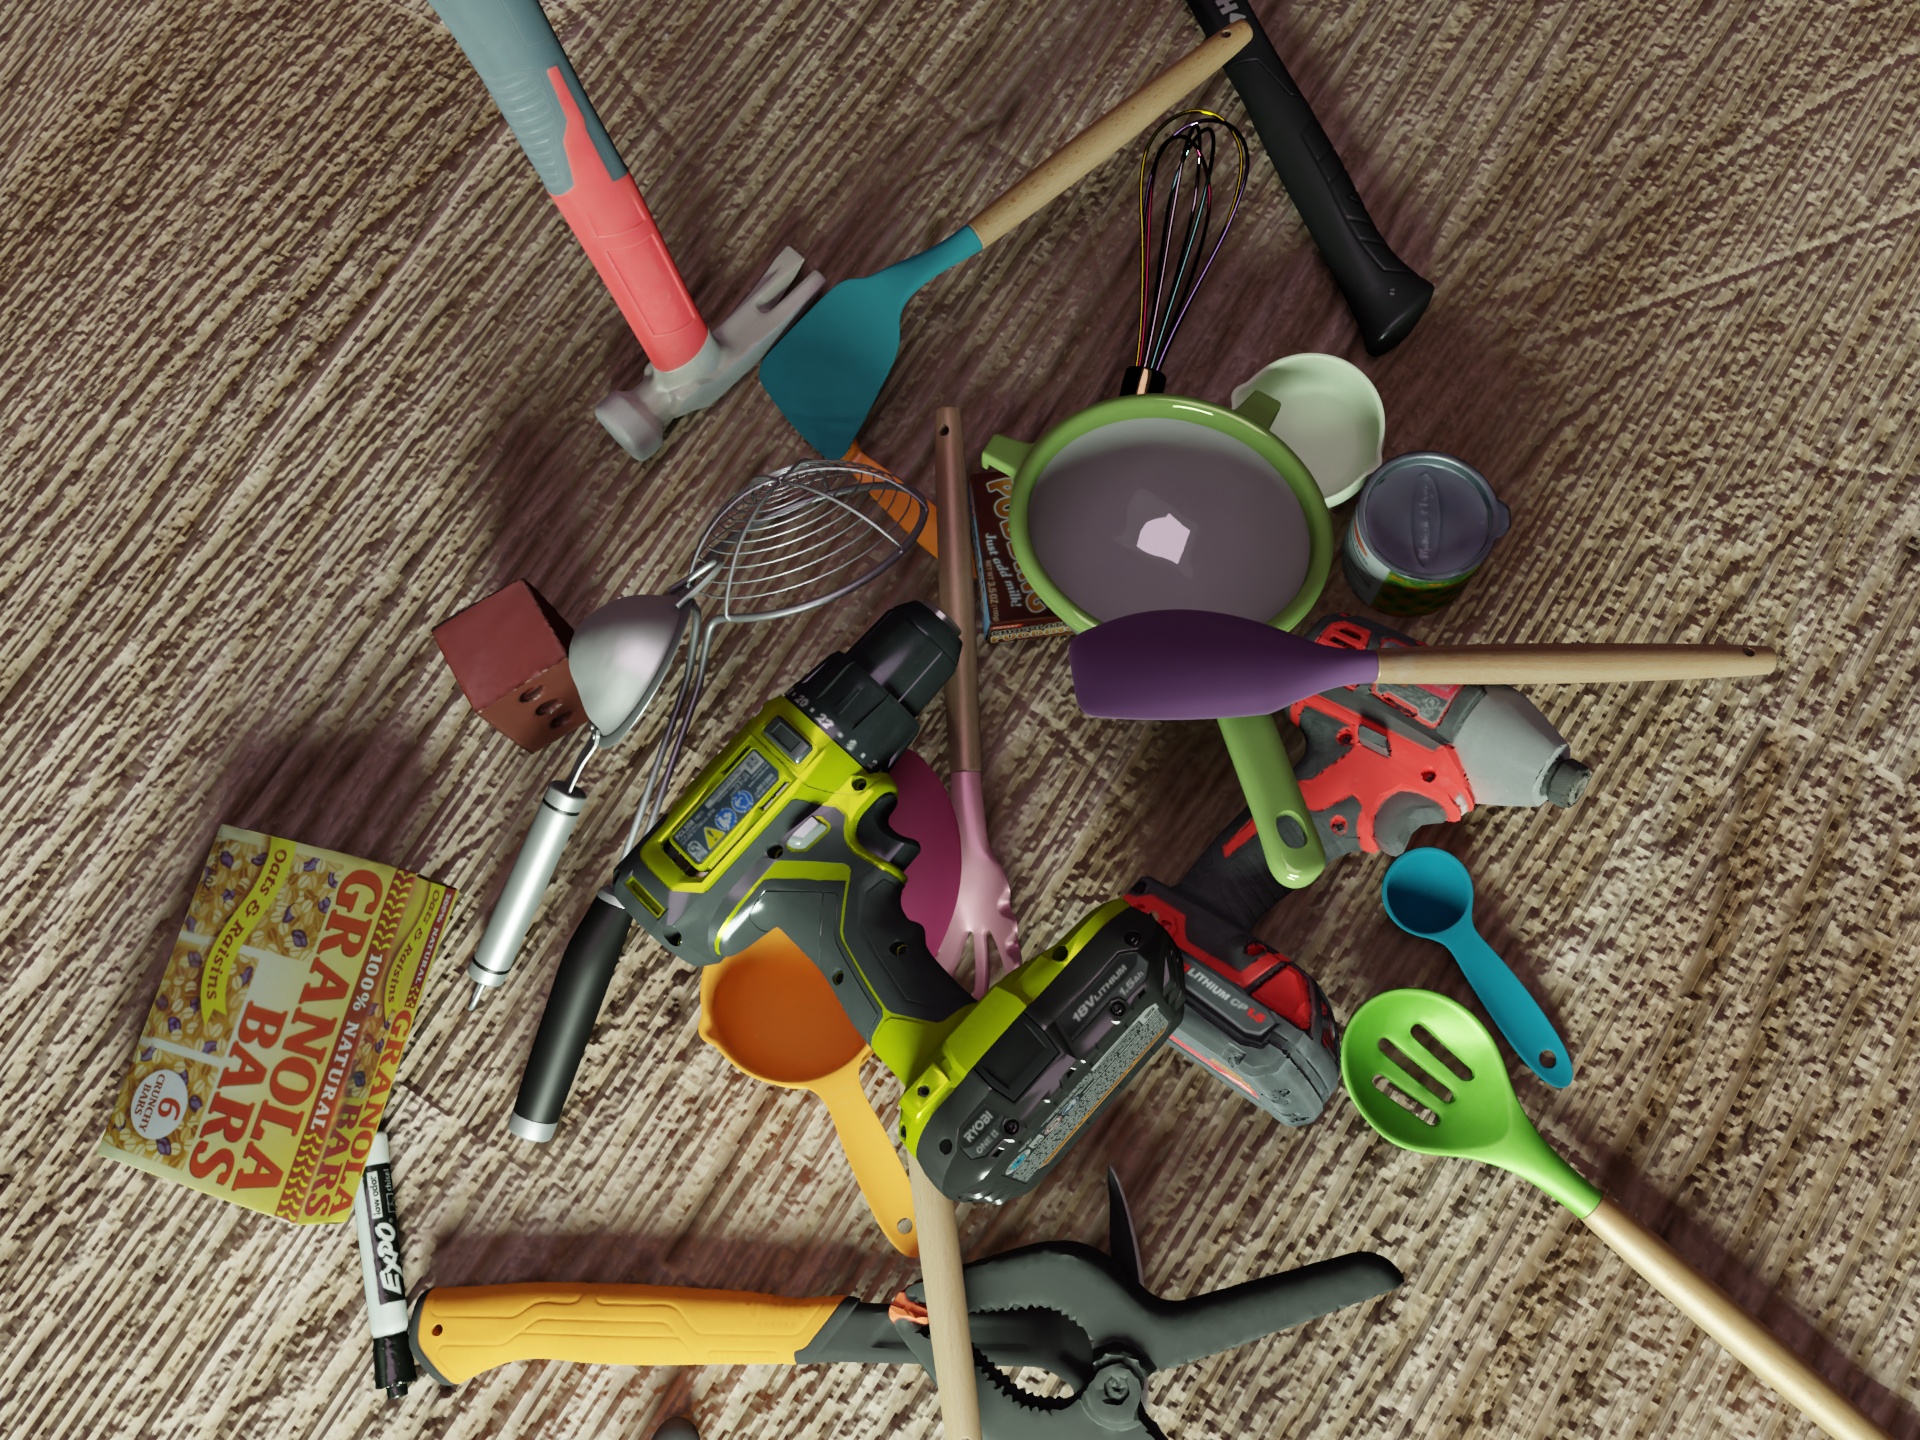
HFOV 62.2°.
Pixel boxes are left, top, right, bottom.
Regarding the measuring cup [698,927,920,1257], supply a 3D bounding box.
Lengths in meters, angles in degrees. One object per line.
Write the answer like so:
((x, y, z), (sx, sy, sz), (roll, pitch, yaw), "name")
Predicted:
((-0.056, 0.166, 0.739), (0.095, 0.052, 0.174), (-26, 76, -6), "measuring cup")

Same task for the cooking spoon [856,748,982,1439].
((-0.018, 0.159, 0.697), (0.068, 0.017, 0.319), (-7, 68, -4), "cooking spoon")

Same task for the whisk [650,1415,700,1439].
((-0.144, 0.449, 0.675), (0.070, 0.070, 0.285), (4, 70, 7), "whisk")

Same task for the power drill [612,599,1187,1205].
((-0.017, 0.070, 0.678), (0.229, 0.080, 0.190), (41, 85, 26), "power drill")

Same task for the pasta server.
((-0.001, -0.002, 0.772), (0.060, 0.040, 0.316), (-6, 80, 20), "pasta server")

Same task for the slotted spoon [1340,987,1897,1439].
((0.298, 0.233, 0.700), (0.314, 0.031, 0.070), (40, 82, 12), "slotted spoon")

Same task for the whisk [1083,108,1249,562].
((0.097, -0.201, 0.822), (0.047, 0.051, 0.245), (17, 84, -29), "whisk")

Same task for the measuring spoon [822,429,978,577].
((-0.029, -0.114, 0.833), (0.117, 0.011, 0.021), (42, 83, 14), "measuring spoon")

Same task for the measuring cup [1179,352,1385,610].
((0.153, -0.104, 0.805), (0.083, 0.038, 0.167), (31, 97, 17), "measuring cup")

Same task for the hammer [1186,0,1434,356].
((0.160, -0.342, 0.863), (0.146, 0.035, 0.335), (-22, 74, -1), "hammer")

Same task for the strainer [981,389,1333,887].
((0.109, -0.033, 0.737), (0.151, 0.069, 0.257), (-11, 64, -10), "strainer")

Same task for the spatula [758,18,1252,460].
((0.029, -0.265, 0.839), (0.317, 0.044, 0.082), (-38, 63, -3), "spatula")

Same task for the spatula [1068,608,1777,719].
((0.204, -0.026, 0.693), (0.316, 0.018, 0.060), (-1, 54, -6), "spatula")

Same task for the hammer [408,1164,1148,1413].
((-0.085, 0.269, 0.725), (0.337, 0.034, 0.127), (-2, 76, 5), "hammer")

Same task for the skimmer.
((-0.123, 0.036, 0.784), (0.127, 0.090, 0.363), (19, 89, 48), "skimmer")

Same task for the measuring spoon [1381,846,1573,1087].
((0.243, 0.116, 0.745), (0.042, 0.021, 0.128), (-34, 84, -2), "measuring spoon")

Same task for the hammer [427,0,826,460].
((-0.150, -0.245, 0.685), (0.143, 0.386, 0.038), (-45, 75, -7), "hammer")

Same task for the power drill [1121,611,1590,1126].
((0.171, 0.062, 0.716), (0.143, 0.078, 0.220), (31, 77, 35), "power drill")

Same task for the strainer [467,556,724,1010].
((-0.187, 0.030, 0.759), (0.050, 0.087, 0.258), (21, 103, -24), "strainer")
